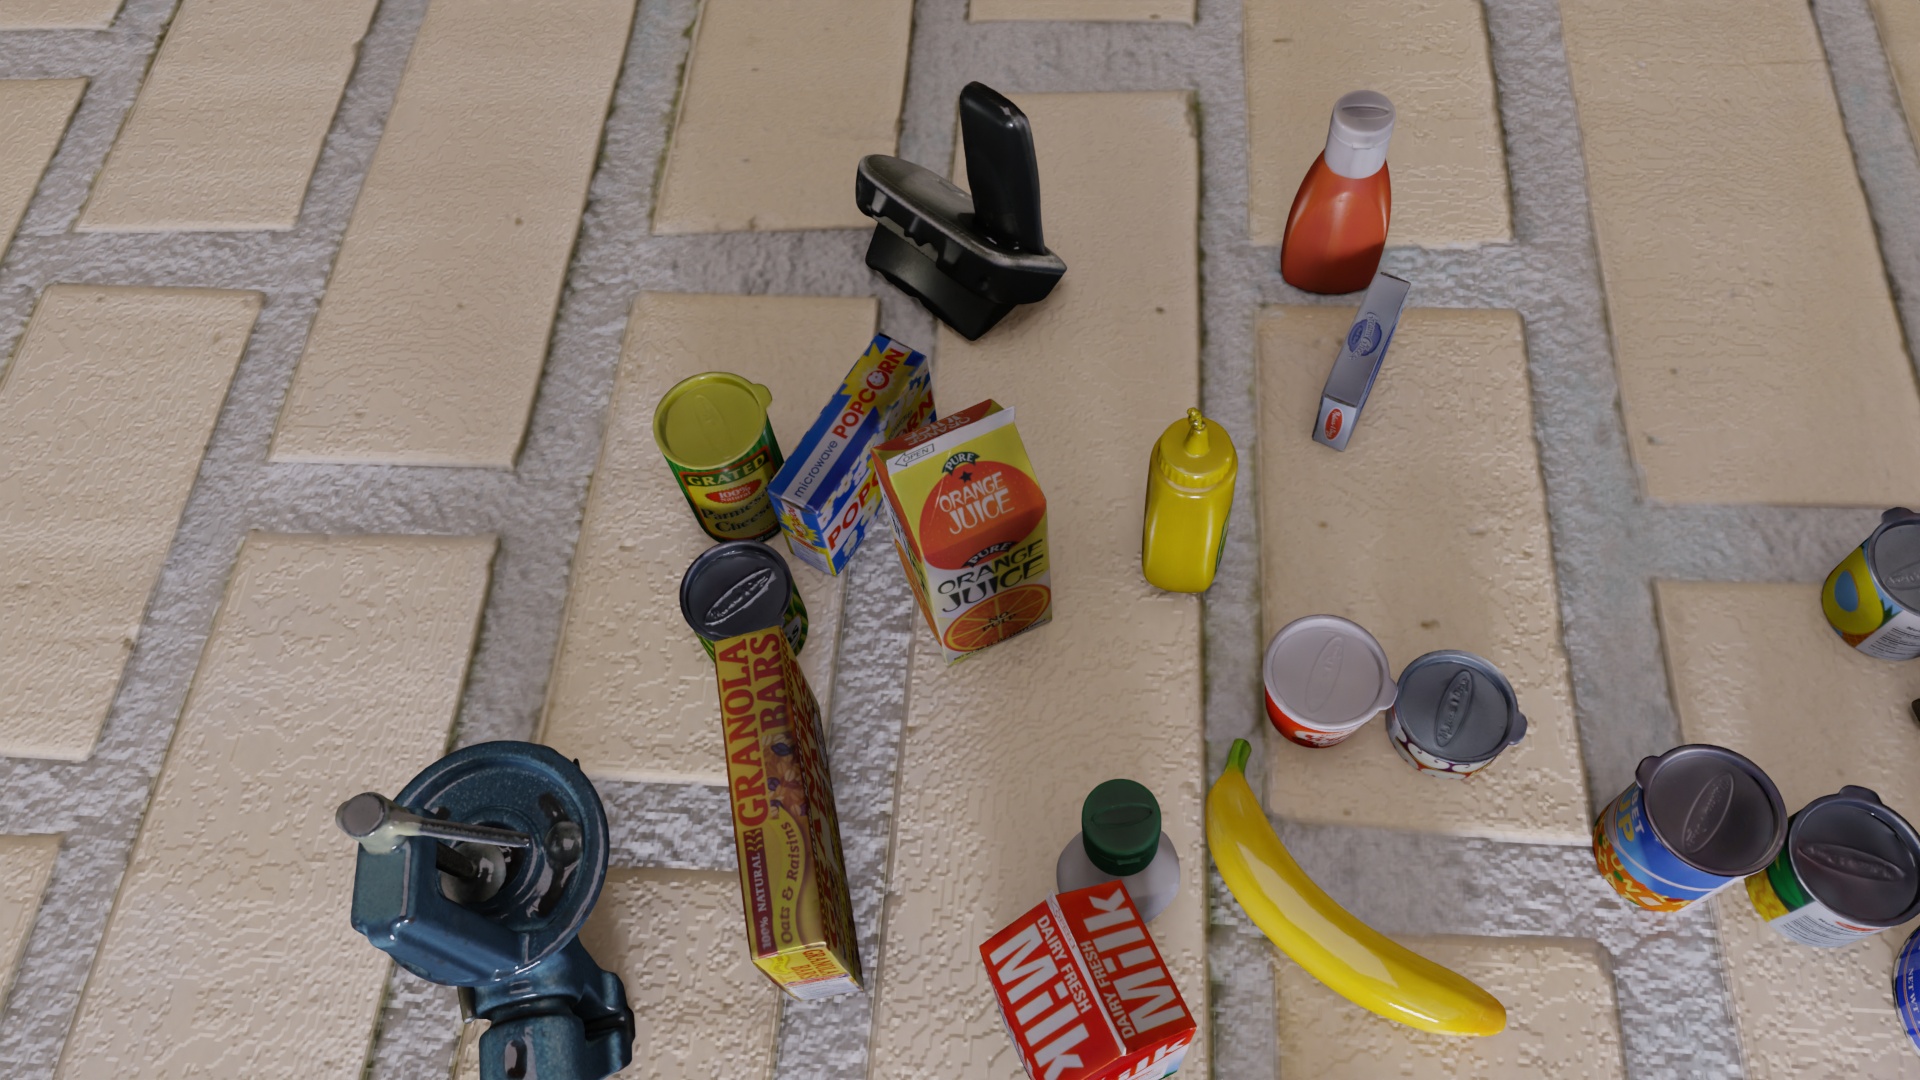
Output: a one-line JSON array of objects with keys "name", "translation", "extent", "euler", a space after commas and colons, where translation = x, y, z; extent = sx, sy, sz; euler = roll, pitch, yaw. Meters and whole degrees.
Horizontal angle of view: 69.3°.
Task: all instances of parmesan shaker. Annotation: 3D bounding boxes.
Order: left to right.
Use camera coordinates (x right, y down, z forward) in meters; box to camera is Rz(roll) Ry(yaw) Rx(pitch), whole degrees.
[{"name": "parmesan shaker", "translation": [-0.138, -0.048, 0.844], "extent": [0.071, 0.102, 0.071], "euler": [-2, 63, 4]}]

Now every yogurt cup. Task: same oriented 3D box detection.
[{"name": "yogurt cup", "translation": [0.201, 0.082, 0.775], "extent": [0.072, 0.053, 0.073], "euler": [-2, 62, 4]}]

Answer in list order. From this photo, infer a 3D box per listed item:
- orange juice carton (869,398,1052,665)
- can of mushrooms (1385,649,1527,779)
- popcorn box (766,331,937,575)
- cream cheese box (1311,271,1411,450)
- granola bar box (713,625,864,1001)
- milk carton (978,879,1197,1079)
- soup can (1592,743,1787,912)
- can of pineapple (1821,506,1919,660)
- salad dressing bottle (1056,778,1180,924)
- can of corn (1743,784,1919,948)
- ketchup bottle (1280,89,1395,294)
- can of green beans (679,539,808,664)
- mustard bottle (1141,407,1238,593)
[{"name": "orange juice carton", "translation": [0.003, -0.010, 0.761], "extent": [0.072, 0.191, 0.073], "euler": [-23, 63, -7]}, {"name": "can of mushrooms", "translation": [0.274, 0.098, 0.772], "extent": [0.071, 0.033, 0.071], "euler": [-2, 62, 4]}, {"name": "popcorn box", "translation": [-0.063, -0.051, 0.850], "extent": [0.038, 0.085, 0.127], "euler": [26, 67, 17]}, {"name": "cream cheese box", "translation": [0.251, -0.113, 0.873], "extent": [0.024, 0.053, 0.104], "euler": [22, 66, 15]}, {"name": "granola bar box", "translation": [-0.090, 0.146, 0.726], "extent": [0.039, 0.123, 0.166], "euler": [-12, 62, -1]}, {"name": "milk carton", "translation": [0.058, 0.215, 0.640], "extent": [0.073, 0.189, 0.072], "euler": [-24, 63, -7]}, {"name": "soup can", "translation": [0.367, 0.147, 0.710], "extent": [0.071, 0.083, 0.071], "euler": [-2, 63, 4]}, {"name": "can of pineapple", "translation": [0.528, 0.025, 0.775], "extent": [0.071, 0.057, 0.071], "euler": [-2, 62, 4]}, {"name": "salad dressing bottle", "translation": [0.079, 0.158, 0.692], "extent": [0.064, 0.147, 0.044], "euler": [-9, 62, 1]}, {"name": "can of corn", "translation": [0.445, 0.167, 0.707], "extent": [0.071, 0.058, 0.071], "euler": [-2, 62, 4]}, {"name": "ketchup bottle", "translation": [0.242, -0.216, 0.874], "extent": [0.065, 0.148, 0.044], "euler": [4, 63, 7]}, {"name": "can of green beans", "translation": [-0.127, 0.041, 0.822], "extent": [0.071, 0.057, 0.071], "euler": [-2, 62, 4]}, {"name": "mustard bottle", "translation": [0.129, -0.026, 0.778], "extent": [0.049, 0.159, 0.065], "euler": [8, 64, 9]}]
